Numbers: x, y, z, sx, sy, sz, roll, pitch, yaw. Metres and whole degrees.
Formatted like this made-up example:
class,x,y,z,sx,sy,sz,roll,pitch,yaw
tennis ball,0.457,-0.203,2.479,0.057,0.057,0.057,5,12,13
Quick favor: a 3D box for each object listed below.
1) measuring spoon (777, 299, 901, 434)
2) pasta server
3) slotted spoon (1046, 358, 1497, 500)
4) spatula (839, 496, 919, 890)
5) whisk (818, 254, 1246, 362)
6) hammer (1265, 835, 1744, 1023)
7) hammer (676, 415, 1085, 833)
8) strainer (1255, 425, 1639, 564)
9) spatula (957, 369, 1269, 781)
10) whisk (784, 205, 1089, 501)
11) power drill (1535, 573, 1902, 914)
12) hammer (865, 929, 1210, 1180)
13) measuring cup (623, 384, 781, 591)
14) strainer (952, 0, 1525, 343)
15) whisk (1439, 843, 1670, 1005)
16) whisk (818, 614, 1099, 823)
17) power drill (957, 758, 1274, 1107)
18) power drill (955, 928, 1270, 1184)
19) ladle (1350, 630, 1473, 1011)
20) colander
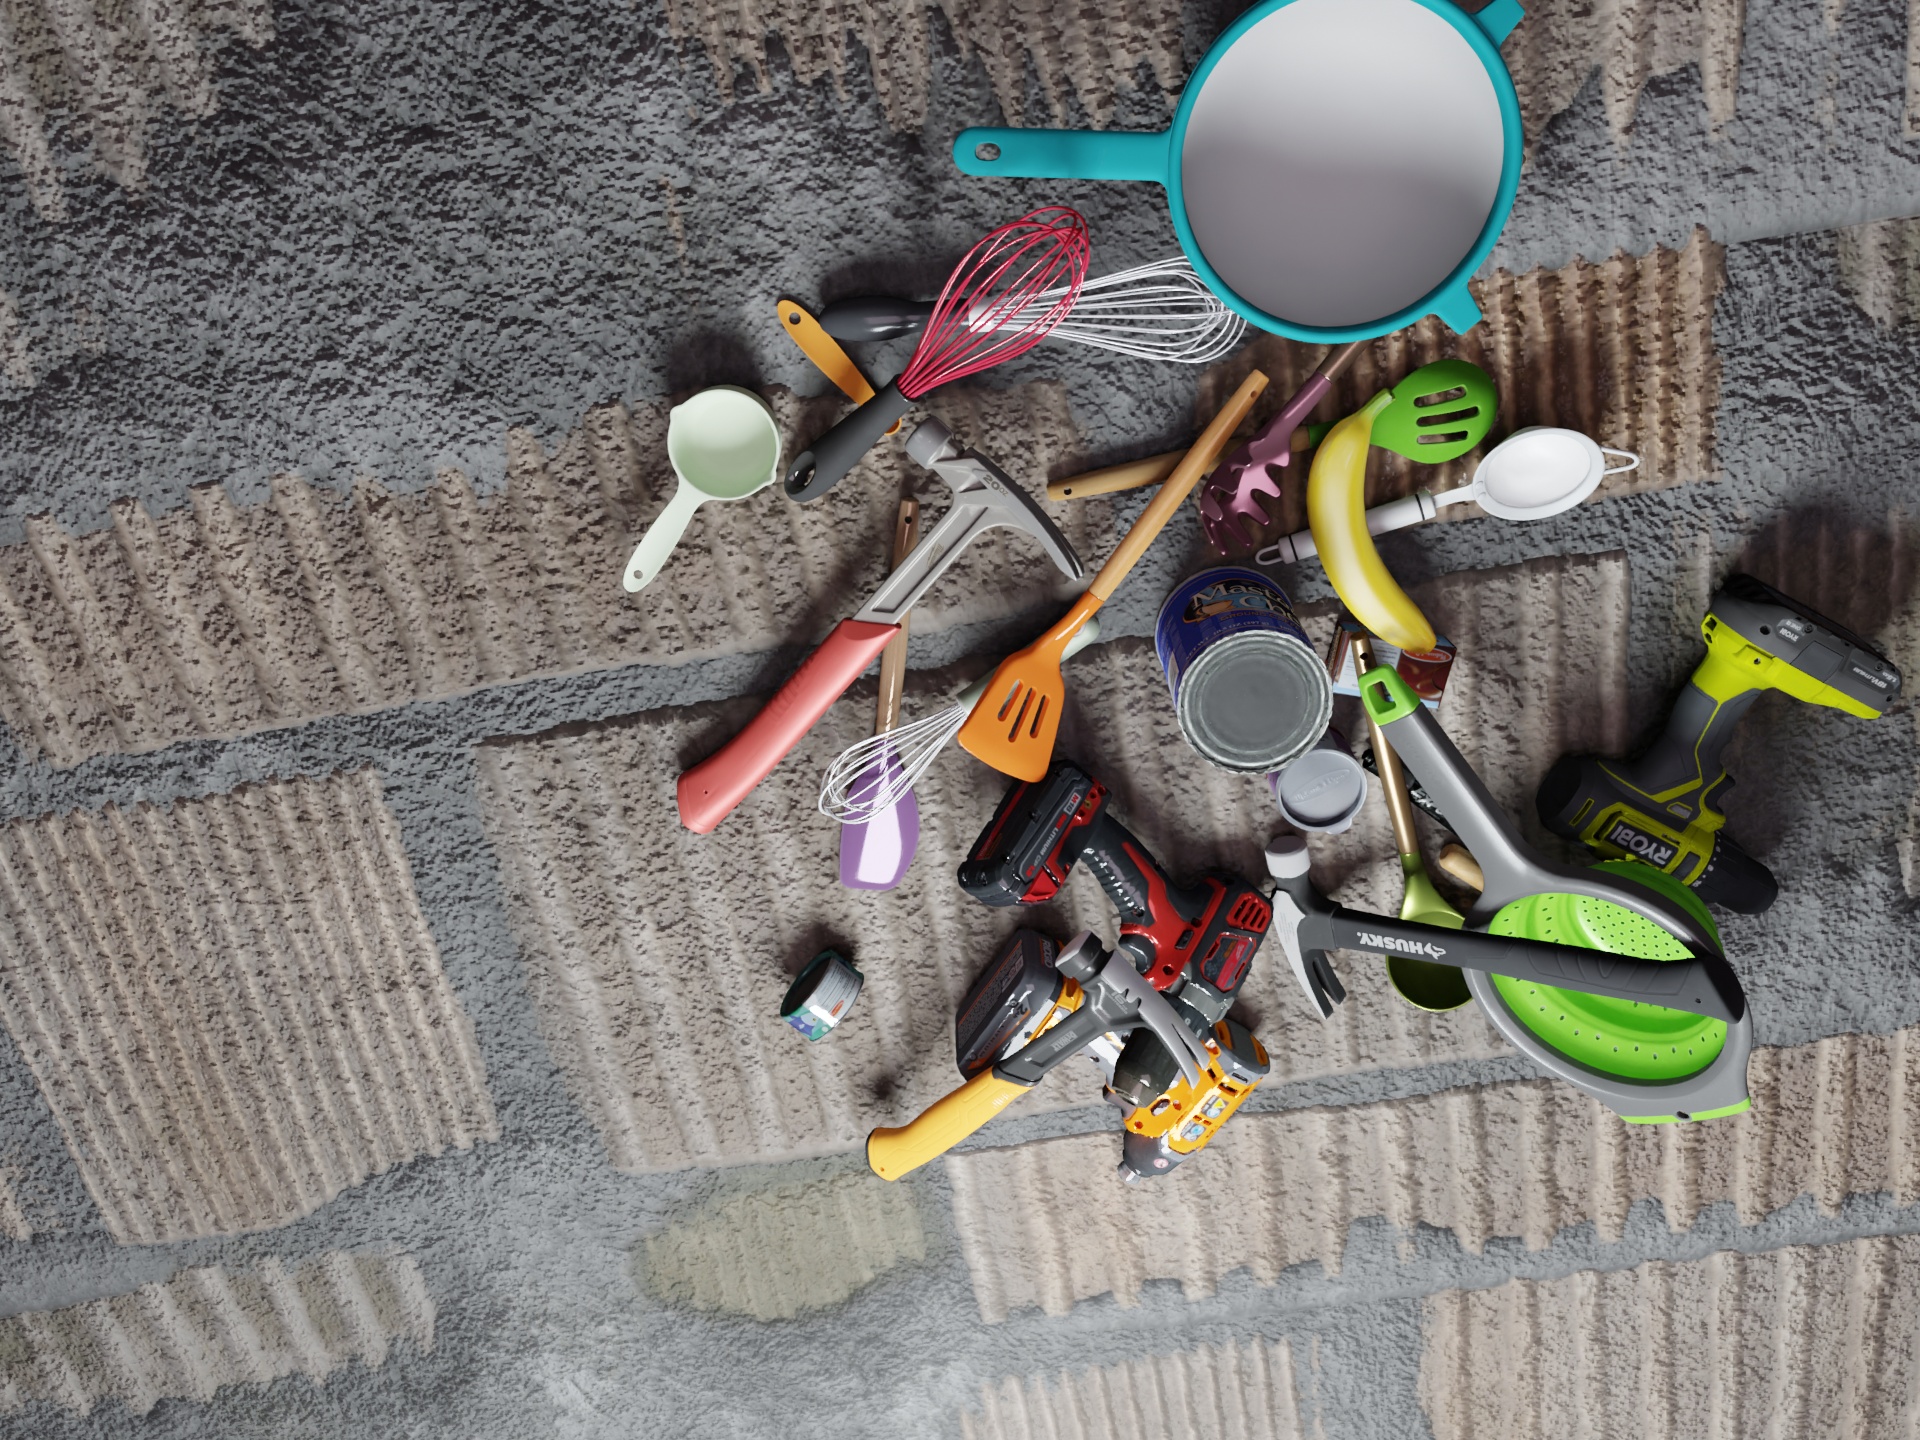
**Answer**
class,x,y,z,sx,sy,sz,roll,pitch,yaw
measuring spoon,-0.083,-0.242,1.087,0.021,0.011,0.117,-40,103,16
pasta server,0.263,-0.243,1.047,0.316,0.040,0.060,-49,145,9
slotted spoon,0.214,-0.188,1.095,0.314,0.031,0.070,-11,113,7
spatula,-0.051,-0.012,1.176,0.059,0.018,0.315,4,114,-6
whisk,0.046,-0.270,1.050,0.284,0.070,0.070,0,113,6
hammer,0.375,0.169,1.128,0.335,0.035,0.146,5,120,42
hammer,-0.079,-0.038,1.134,0.149,0.037,0.359,45,113,1
strainer,0.329,-0.154,1.100,0.258,0.050,0.086,-17,139,14
spatula,0.112,-0.102,1.094,0.081,0.041,0.322,28,106,-31
whisk,-0.022,-0.227,1.029,0.073,0.073,0.296,43,128,-15
power drill,0.560,0.028,1.153,0.190,0.080,0.228,26,113,-8
hammer,0.035,0.276,1.179,0.127,0.034,0.336,45,130,-2
measuring cup,-0.186,-0.160,1.108,0.083,0.038,0.167,34,111,-12
strainer,0.167,-0.350,0.994,0.340,0.095,0.211,3,110,3
whisk,0.472,0.166,1.230,0.245,0.051,0.047,31,115,-8
whisk,-0.002,-0.004,1.157,0.246,0.058,0.059,-35,150,5
power drill,0.109,0.156,1.172,0.226,0.080,0.188,38,72,-13
power drill,0.110,0.277,1.263,0.226,0.084,0.164,28,112,-14
ladle,0.328,0.080,1.171,0.078,0.062,0.320,-16,117,10
colander,0.424,0.104,1.134,0.397,0.094,0.204,53,144,-5
